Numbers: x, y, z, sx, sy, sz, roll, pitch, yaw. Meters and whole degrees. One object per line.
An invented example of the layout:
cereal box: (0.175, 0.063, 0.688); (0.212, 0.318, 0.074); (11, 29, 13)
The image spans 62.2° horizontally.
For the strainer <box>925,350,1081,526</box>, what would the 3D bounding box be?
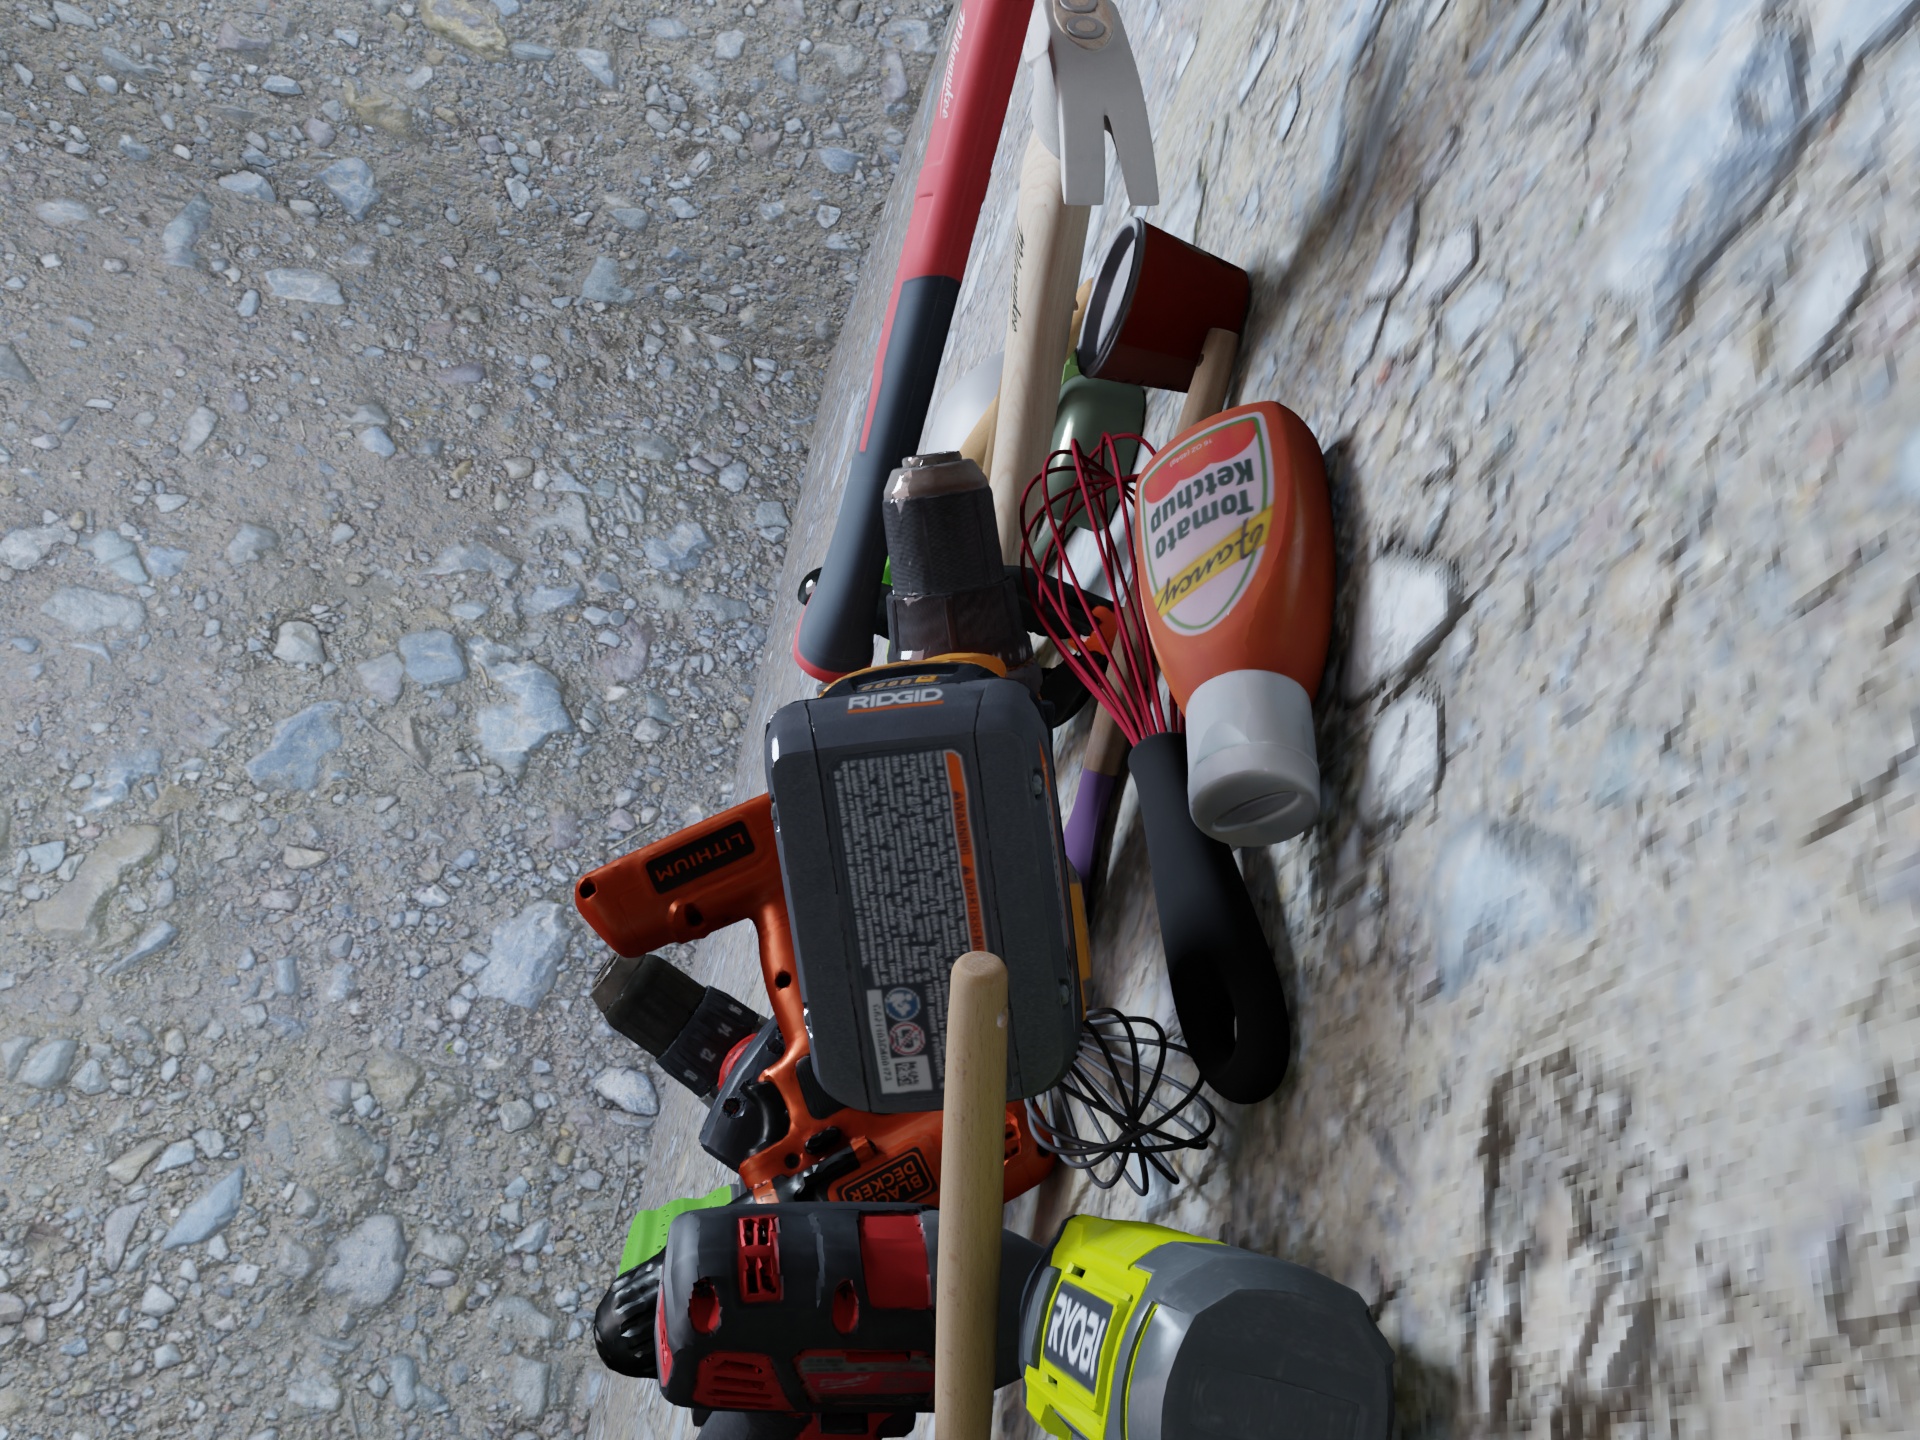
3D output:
strainer: (-0.001, -0.120, 0.992); (0.152, 0.069, 0.256); (-108, 36, -70)

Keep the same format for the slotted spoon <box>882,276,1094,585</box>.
slotted spoon: (0.006, -0.146, 0.872); (0.313, 0.031, 0.070); (-44, 64, 59)

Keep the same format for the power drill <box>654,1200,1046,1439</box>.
power drill: (-0.040, 0.249, 0.549); (0.079, 0.143, 0.219); (-104, 23, -52)

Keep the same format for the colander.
colander: (-0.215, 0.439, 1.257); (0.397, 0.094, 0.205); (125, 157, -61)

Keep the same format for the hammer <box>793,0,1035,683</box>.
hammer: (-0.009, -0.156, 0.588); (0.143, 0.038, 0.386); (-107, 26, -45)

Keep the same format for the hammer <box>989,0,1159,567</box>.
hammer: (0.028, -0.114, 0.711); (0.410, 0.038, 0.146); (97, 168, -53)

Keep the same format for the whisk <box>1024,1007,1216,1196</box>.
whisk: (0.034, 0.110, 0.559); (0.239, 0.055, 0.055); (-160, 85, -79)

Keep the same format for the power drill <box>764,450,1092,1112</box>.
power drill: (-0.004, 0.007, 0.528); (0.226, 0.084, 0.185); (-66, -31, -78)

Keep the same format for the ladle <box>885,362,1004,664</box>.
ladle: (0.006, -0.110, 0.839); (0.320, 0.062, 0.078); (102, 147, -55)

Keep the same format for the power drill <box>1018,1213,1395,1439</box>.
power drill: (0.029, 0.234, 0.375); (0.171, 0.080, 0.223); (126, 160, -74)

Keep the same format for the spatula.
spatula: (0.064, -0.004, 0.652); (0.060, 0.018, 0.316); (-142, 67, -73)

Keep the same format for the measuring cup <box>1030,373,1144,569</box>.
measuring cup: (0.046, -0.117, 0.830); (0.167, 0.038, 0.083); (129, 154, -60)

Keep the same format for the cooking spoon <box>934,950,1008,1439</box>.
cooking spoon: (0.001, 0.205, 0.458); (0.069, 0.017, 0.318); (-39, -45, -55)

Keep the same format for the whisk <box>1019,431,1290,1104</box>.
whisk: (0.065, -0.002, 0.535); (0.296, 0.073, 0.073); (-98, 24, -45)

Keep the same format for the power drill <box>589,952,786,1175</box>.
power drill: (-0.088, 0.173, 0.756); (0.080, 0.188, 0.226); (-55, 9, -15)

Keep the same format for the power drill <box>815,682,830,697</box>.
power drill: (-0.056, 0.069, 0.887); (0.226, 0.084, 0.164); (-128, 30, -77)
